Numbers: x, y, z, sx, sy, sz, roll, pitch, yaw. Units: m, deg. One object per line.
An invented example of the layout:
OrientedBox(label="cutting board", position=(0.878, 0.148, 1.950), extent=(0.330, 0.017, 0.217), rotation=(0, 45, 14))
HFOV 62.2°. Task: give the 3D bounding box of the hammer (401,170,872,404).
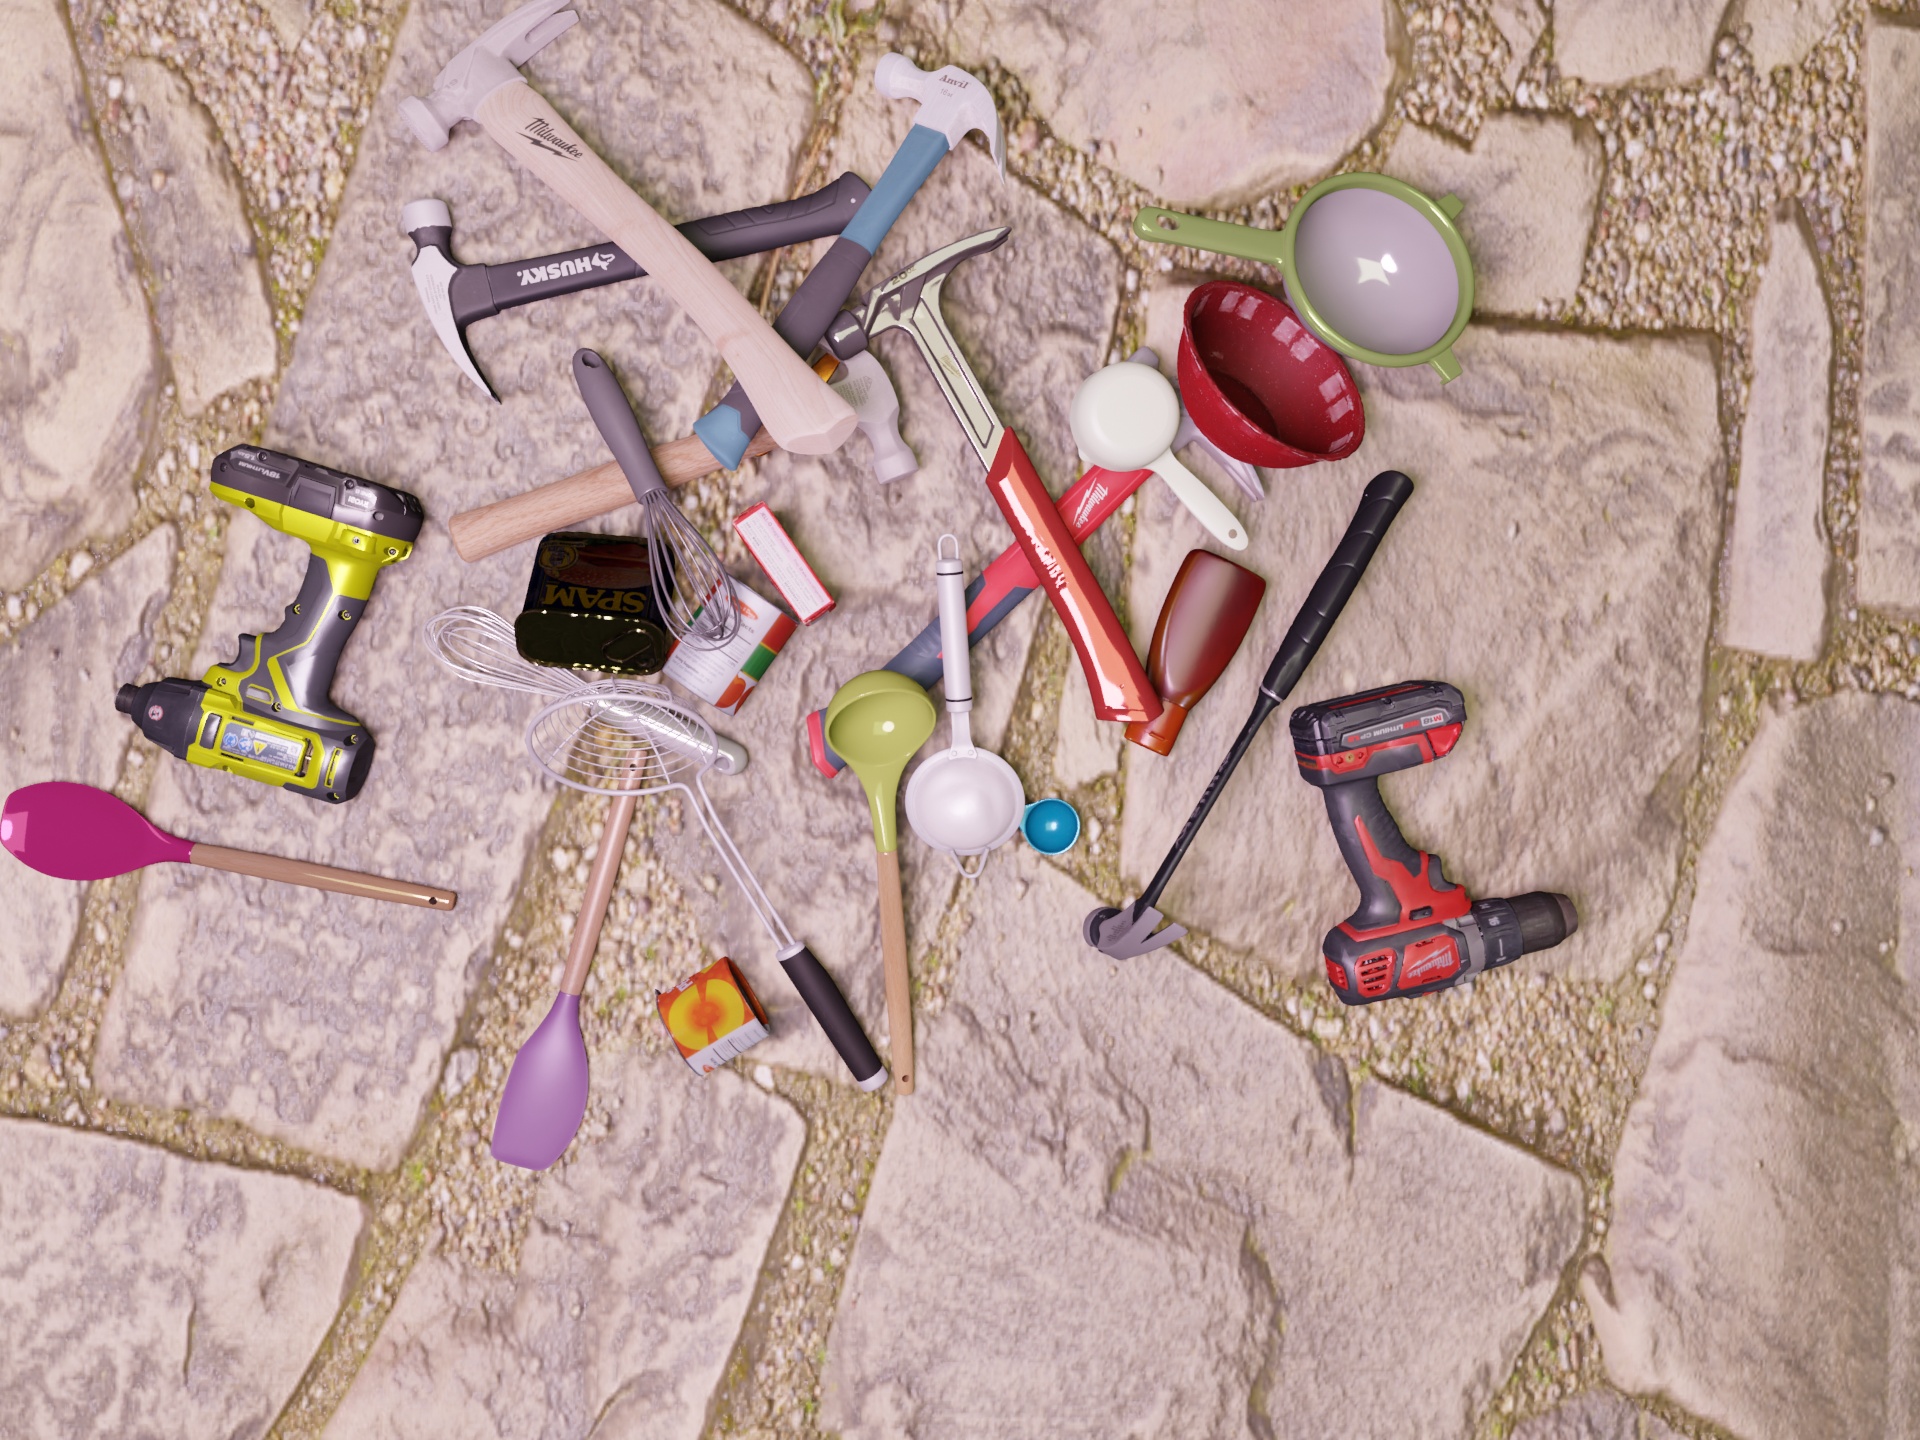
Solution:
OrientedBox(label="hammer", position=(-0.218, -0.330, 1.139), extent=(0.334, 0.035, 0.146), rotation=(-14, 91, -4))

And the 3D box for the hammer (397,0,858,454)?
OrientedBox(label="hammer", position=(-0.205, -0.332, 1.070), extent=(0.146, 0.038, 0.411), rotation=(-42, 74, -7))

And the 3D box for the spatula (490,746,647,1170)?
OrientedBox(label="spatula", position=(-0.273, 0.173, 1.151), extent=(0.059, 0.018, 0.316), rotation=(15, 91, -5))

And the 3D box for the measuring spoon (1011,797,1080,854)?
OrientedBox(label="measuring spoon", position=(0.027, 0.062, 1.176), extent=(0.128, 0.021, 0.042), rotation=(20, 95, 5))

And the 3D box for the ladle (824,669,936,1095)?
OrientedBox(label="ladle", position=(-0.048, 0.121, 1.128), extent=(0.078, 0.062, 0.320), rotation=(-6, 102, -10))

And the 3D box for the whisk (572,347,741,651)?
OrientedBox(label="whisk", position=(-0.214, -0.154, 1.091), extent=(0.055, 0.055, 0.239), rotation=(-26, 79, -3))

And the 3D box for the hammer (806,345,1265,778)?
OrientedBox(label="hammer", position=(0.045, -0.090, 1.161), extent=(0.386, 0.038, 0.143), rotation=(-44, 95, -2))

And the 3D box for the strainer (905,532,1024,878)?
OrientedBox(label="strainer", position=(-0.002, -0.004, 1.128), extent=(0.087, 0.050, 0.258), rotation=(-4, 102, 2))

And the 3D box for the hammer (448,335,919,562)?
OrientedBox(label="hammer", position=(-0.205, -0.186, 1.138), extent=(0.331, 0.031, 0.130), rotation=(-19, 94, -1))

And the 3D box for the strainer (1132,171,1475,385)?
OrientedBox(label="strainer", position=(0.239, -0.321, 1.144), extent=(0.256, 0.069, 0.151), rotation=(8, 75, -11))

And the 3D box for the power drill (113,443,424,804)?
OrientedBox(label="power drill", position=(-0.477, -0.070, 1.104), extent=(0.171, 0.080, 0.223), rotation=(17, 93, -5))

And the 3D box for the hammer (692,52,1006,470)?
OrientedBox(label="hammer", position=(-0.081, -0.313, 1.088), extent=(0.128, 0.033, 0.331), rotation=(27, 78, 24))

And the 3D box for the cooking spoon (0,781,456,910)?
OrientedBox(label="cooking spoon", position=(-0.519, 0.100, 1.131), extent=(0.319, 0.017, 0.069), rotation=(11, 91, -4))

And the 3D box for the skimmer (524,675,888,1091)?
OrientedBox(label="skimmer", position=(-0.163, 0.125, 1.106), extent=(0.127, 0.090, 0.363), rotation=(-25, 103, 28))

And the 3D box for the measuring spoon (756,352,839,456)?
OrientedBox(label="measuring spoon", position=(-0.114, -0.239, 1.159), extent=(0.021, 0.011, 0.117), rotation=(39, 88, -4))

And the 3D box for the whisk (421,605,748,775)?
OrientedBox(label="whisk", position=(-0.266, -0.017, 1.136), extent=(0.246, 0.059, 0.057), rotation=(24, 128, -8))

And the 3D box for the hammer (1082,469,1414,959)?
OrientedBox(label="hammer", position=(0.215, -0.007, 1.140), extent=(0.036, 0.149, 0.409), rotation=(32, 82, -4))

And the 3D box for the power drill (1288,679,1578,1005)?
OrientedBox(label="power drill", position=(0.346, 0.086, 1.169), extent=(0.188, 0.080, 0.226), rotation=(-13, 95, -4))

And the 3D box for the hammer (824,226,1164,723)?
OrientedBox(label="hammer", position=(0.053, -0.160, 1.121), extent=(0.149, 0.037, 0.359), rotation=(-30, 94, -3))

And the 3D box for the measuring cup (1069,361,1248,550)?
OrientedBox(label="measuring cup", position=(0.149, -0.184, 1.128), extent=(0.083, 0.038, 0.167), rotation=(-45, 94, -2))
